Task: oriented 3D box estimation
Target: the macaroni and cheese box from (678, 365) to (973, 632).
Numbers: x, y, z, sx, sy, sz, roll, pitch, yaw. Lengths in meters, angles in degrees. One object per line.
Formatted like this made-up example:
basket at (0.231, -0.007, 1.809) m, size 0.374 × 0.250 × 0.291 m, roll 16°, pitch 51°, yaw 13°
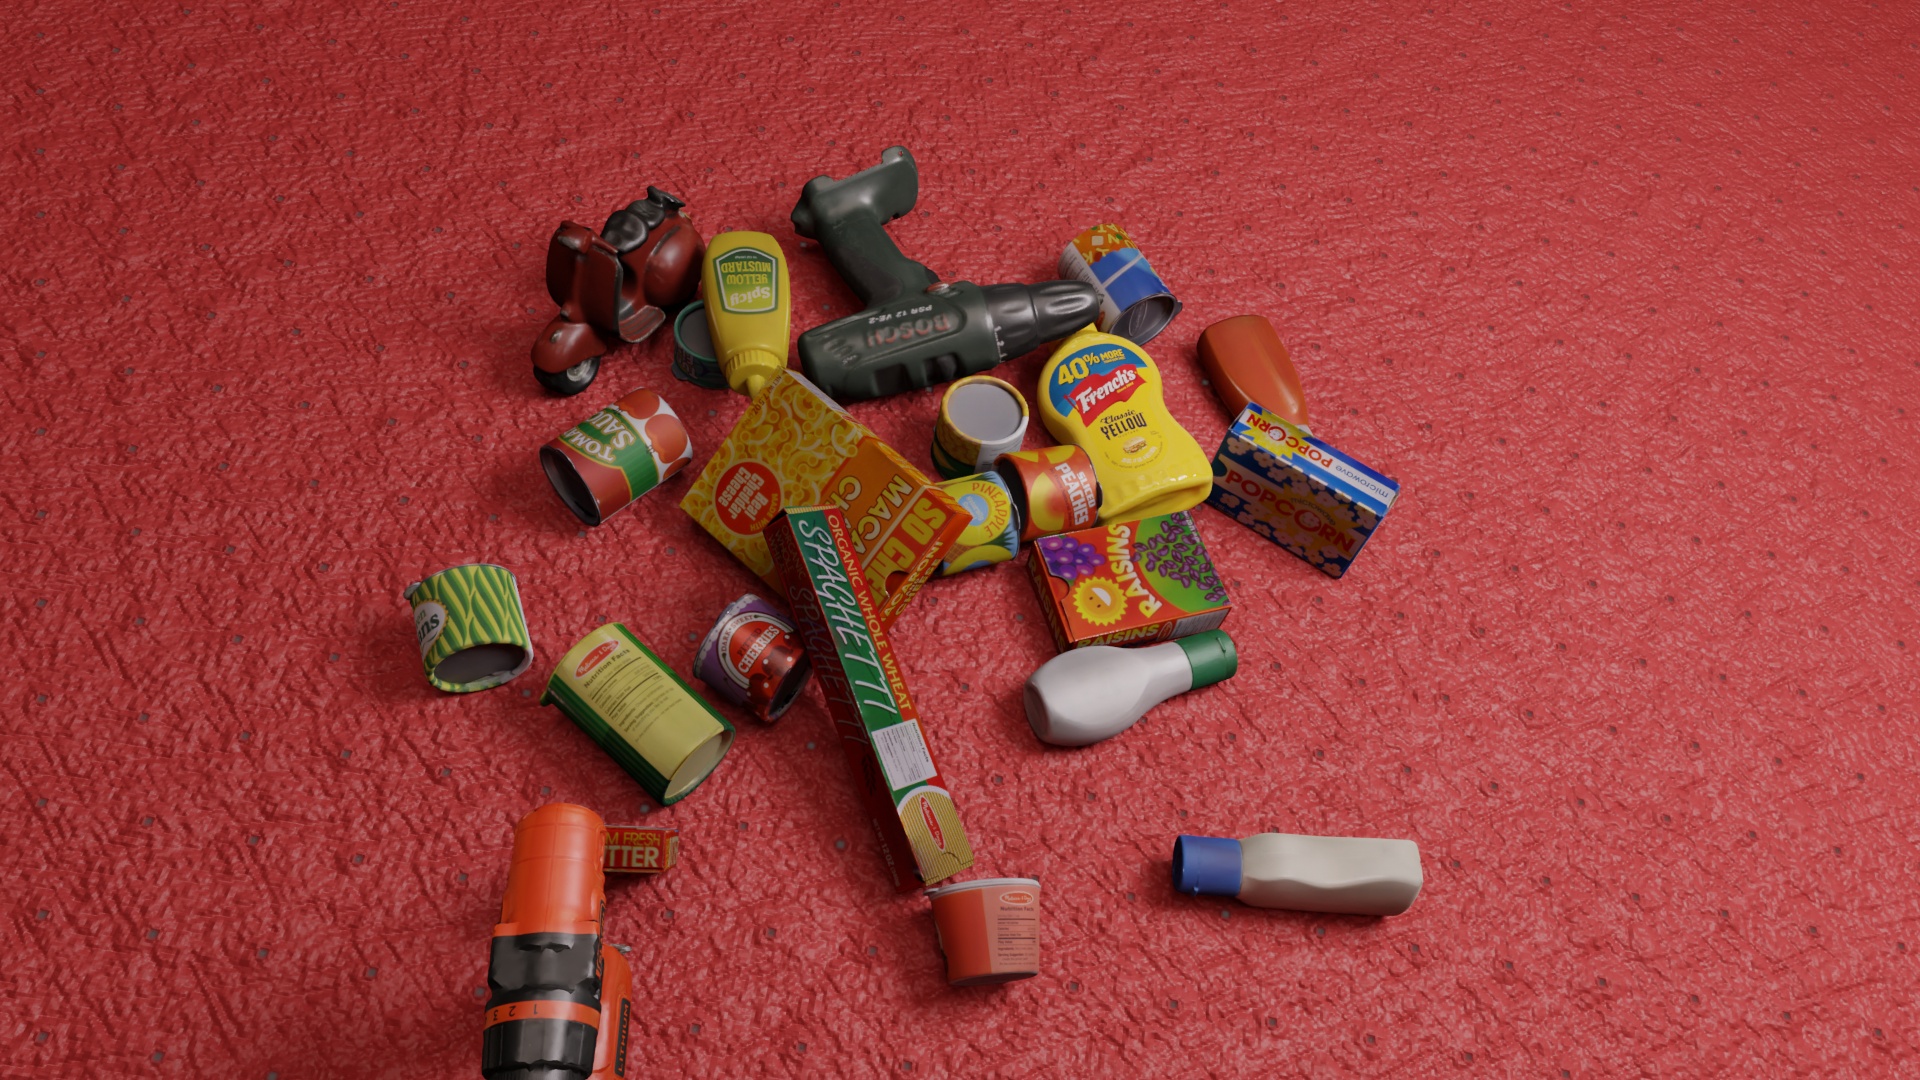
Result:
macaroni and cheese box at (-0.094, -0.020, 0.948) m, size 0.167 × 0.040 × 0.123 m, roll 39°, pitch 100°, yaw 16°

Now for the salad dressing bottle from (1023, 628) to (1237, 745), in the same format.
salad dressing bottle at (0.117, 0.096, 0.946) m, size 0.148 × 0.043 × 0.064 m, roll -14°, pitch 62°, yaw -19°

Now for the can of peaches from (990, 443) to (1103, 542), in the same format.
can of peaches at (0.060, -0.034, 0.999) m, size 0.058 × 0.071 × 0.071 m, roll -8°, pitch 59°, yaw -22°

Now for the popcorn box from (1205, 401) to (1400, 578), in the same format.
popcorn box at (0.248, -0.036, 1.027) m, size 0.127 × 0.084 × 0.038 m, roll 32°, pitch 57°, yaw 11°

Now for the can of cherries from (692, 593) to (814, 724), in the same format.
can of cherries at (-0.131, 0.076, 0.900) m, size 0.058 × 0.071 × 0.072 m, roll 33°, pitch 58°, yaw 11°

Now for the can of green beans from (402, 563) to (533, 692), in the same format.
can of green beans at (-0.312, 0.056, 0.886) m, size 0.071 × 0.071 × 0.058 m, roll -14°, pitch 62°, yaw -17°

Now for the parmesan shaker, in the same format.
parmesan shaker at (-0.202, 0.111, 0.870) m, size 0.103 × 0.071 × 0.071 m, roll 39°, pitch 60°, yaw 15°

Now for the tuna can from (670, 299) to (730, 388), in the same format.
tuna can at (-0.188, -0.150, 1.059) m, size 0.071 × 0.032 × 0.071 m, roll 5°, pitch 57°, yaw -7°

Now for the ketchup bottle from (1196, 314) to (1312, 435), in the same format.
ketchup bottle at (0.243, -0.110, 1.098) m, size 0.065 × 0.043 × 0.149 m, roll -12°, pitch 61°, yaw -16°

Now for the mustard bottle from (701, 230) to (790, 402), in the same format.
mustard bottle at (-0.154, -0.156, 1.018) m, size 0.065 × 0.048 × 0.161 m, roll -5°, pitch 58°, yaw -11°

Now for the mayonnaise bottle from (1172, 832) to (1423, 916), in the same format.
mayonnaise bottle at (0.210, 0.209, 0.879) m, size 0.148 × 0.064 × 0.041 m, roll 5°, pitch 54°, yaw -2°

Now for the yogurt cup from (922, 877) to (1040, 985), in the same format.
yogurt cup at (0.017, 0.234, 0.829) m, size 0.072 × 0.072 × 0.054 m, roll -2°, pitch 66°, yaw -10°

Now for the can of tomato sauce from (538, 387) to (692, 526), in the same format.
can of tomato sauce at (-0.240, -0.061, 0.971) m, size 0.071 × 0.070 × 0.083 m, roll 42°, pitch 60°, yaw 17°

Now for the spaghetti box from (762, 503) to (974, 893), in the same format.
spaghetti box at (-0.059, 0.095, 0.876) m, size 0.050 × 0.028 × 0.250 m, roll -8°, pitch 72°, yaw -50°

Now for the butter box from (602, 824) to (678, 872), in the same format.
butter box at (-0.193, 0.178, 0.806) m, size 0.053 × 0.103 × 0.024 m, roll 4°, pitch 78°, yaw -7°

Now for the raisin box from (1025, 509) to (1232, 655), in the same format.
raisin box at (0.118, 0.032, 0.989) m, size 0.123 × 0.040 × 0.086 m, roll -11°, pitch 61°, yaw -15°

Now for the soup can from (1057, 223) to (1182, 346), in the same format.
soup can at (0.129, -0.206, 1.128) m, size 0.071 × 0.071 × 0.084 m, roll -20°, pitch 63°, yaw -21°

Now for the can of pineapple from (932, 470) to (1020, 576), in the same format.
can of pineapple at (0.003, -0.012, 0.980) m, size 0.058 × 0.070 × 0.071 m, roll -13°, pitch 61°, yaw -16°

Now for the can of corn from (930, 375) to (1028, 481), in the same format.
can of corn at (0.012, -0.082, 1.033) m, size 0.071 × 0.058 × 0.071 m, roll 5°, pitch 57°, yaw -7°
